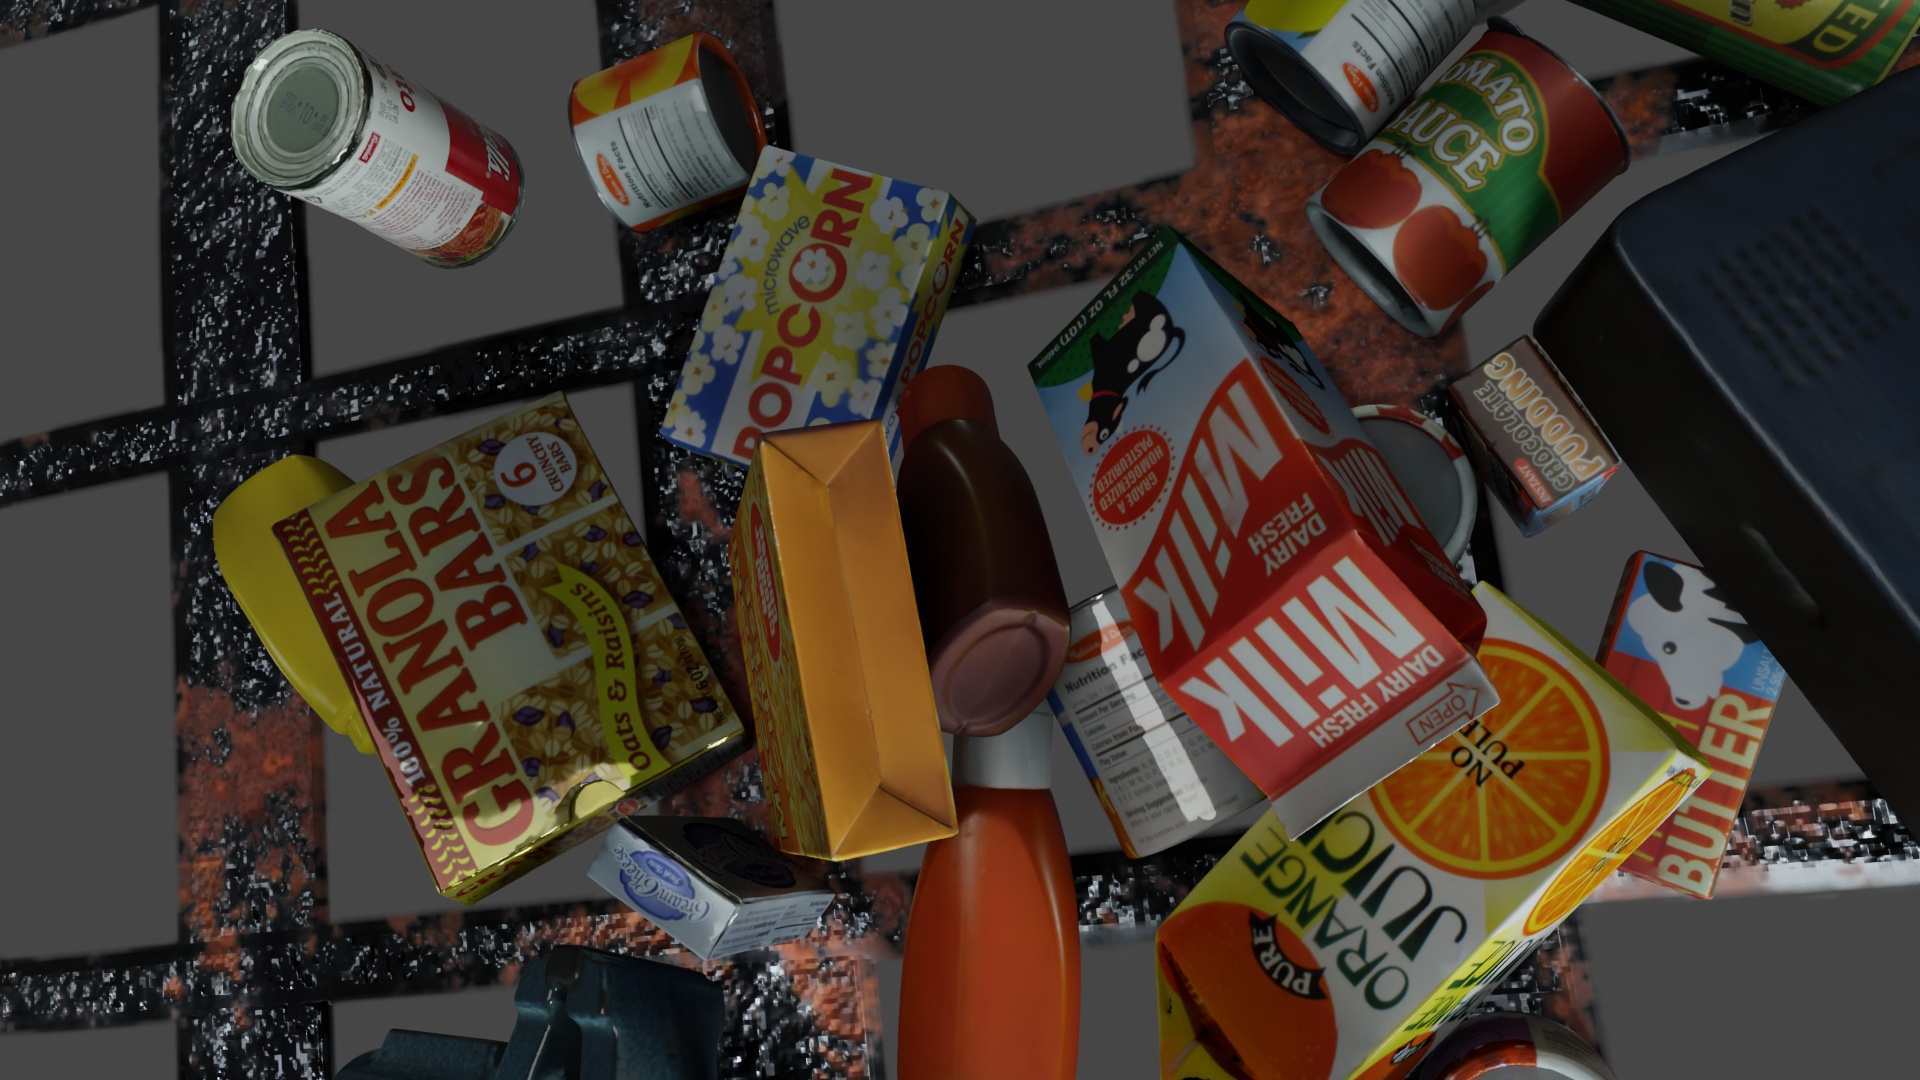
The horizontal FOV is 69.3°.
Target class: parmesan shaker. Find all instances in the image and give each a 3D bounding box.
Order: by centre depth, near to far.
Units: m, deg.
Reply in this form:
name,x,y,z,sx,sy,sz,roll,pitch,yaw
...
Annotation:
name,x,y,z,sx,sy,sz,roll,pitch,yaw
parmesan shaker,0.260,-0.187,0.455,0.103,0.071,0.071,32,93,19

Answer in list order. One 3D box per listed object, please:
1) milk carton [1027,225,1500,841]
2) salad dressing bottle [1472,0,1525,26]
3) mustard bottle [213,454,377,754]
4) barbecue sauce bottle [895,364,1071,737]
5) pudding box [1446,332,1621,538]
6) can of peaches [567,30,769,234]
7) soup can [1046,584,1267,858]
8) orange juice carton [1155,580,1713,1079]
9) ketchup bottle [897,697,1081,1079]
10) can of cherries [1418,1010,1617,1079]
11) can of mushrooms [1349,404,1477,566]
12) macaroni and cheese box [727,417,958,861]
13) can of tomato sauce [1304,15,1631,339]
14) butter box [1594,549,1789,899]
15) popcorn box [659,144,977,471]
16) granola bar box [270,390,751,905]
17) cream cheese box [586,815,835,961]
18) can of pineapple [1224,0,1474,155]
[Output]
name,x,y,z,sx,sy,sz,roll,pitch,yaw
milk carton,0.091,-0.005,0.426,0.072,0.073,0.191,-43,40,25
salad dressing bottle,0.214,-0.253,0.490,0.064,0.044,0.147,42,95,25
mustard bottle,-0.260,0.041,0.593,0.065,0.049,0.160,-35,75,4
barbecue sauce bottle,0.002,-0.006,0.483,0.149,0.044,0.064,-100,31,-49
pudding box,0.183,-0.031,0.448,0.030,0.084,0.050,-34,75,14
can of peaches,-0.117,-0.168,0.569,0.058,0.071,0.071,-16,79,15
soup can,0.068,0.057,0.481,0.071,0.071,0.084,-29,80,12
orange juice carton,0.134,0.112,0.436,0.192,0.072,0.073,-51,55,13
ketchup bottle,0.013,0.126,0.501,0.065,0.043,0.149,1,83,16
can of cherries,0.176,0.189,0.434,0.071,0.058,0.071,-2,82,17
can of mushrooms,0.143,-0.013,0.485,0.071,0.033,0.071,-2,83,17
macaroni and cheese box,-0.046,0.042,0.469,0.040,0.166,0.124,-8,80,-14
can of tomato sauce,0.169,-0.121,0.472,0.083,0.071,0.071,-43,73,8
butter box,0.230,0.059,0.453,0.053,0.024,0.103,19,89,18
popcorn box,-0.056,-0.084,0.553,0.085,0.038,0.126,19,89,19
granola bar box,-0.176,0.038,0.549,0.124,0.039,0.166,-28,74,-13
cream cheese box,-0.086,0.123,0.500,0.053,0.103,0.024,30,86,17
can of pineapple,0.136,-0.182,0.493,0.071,0.071,0.058,44,96,17
